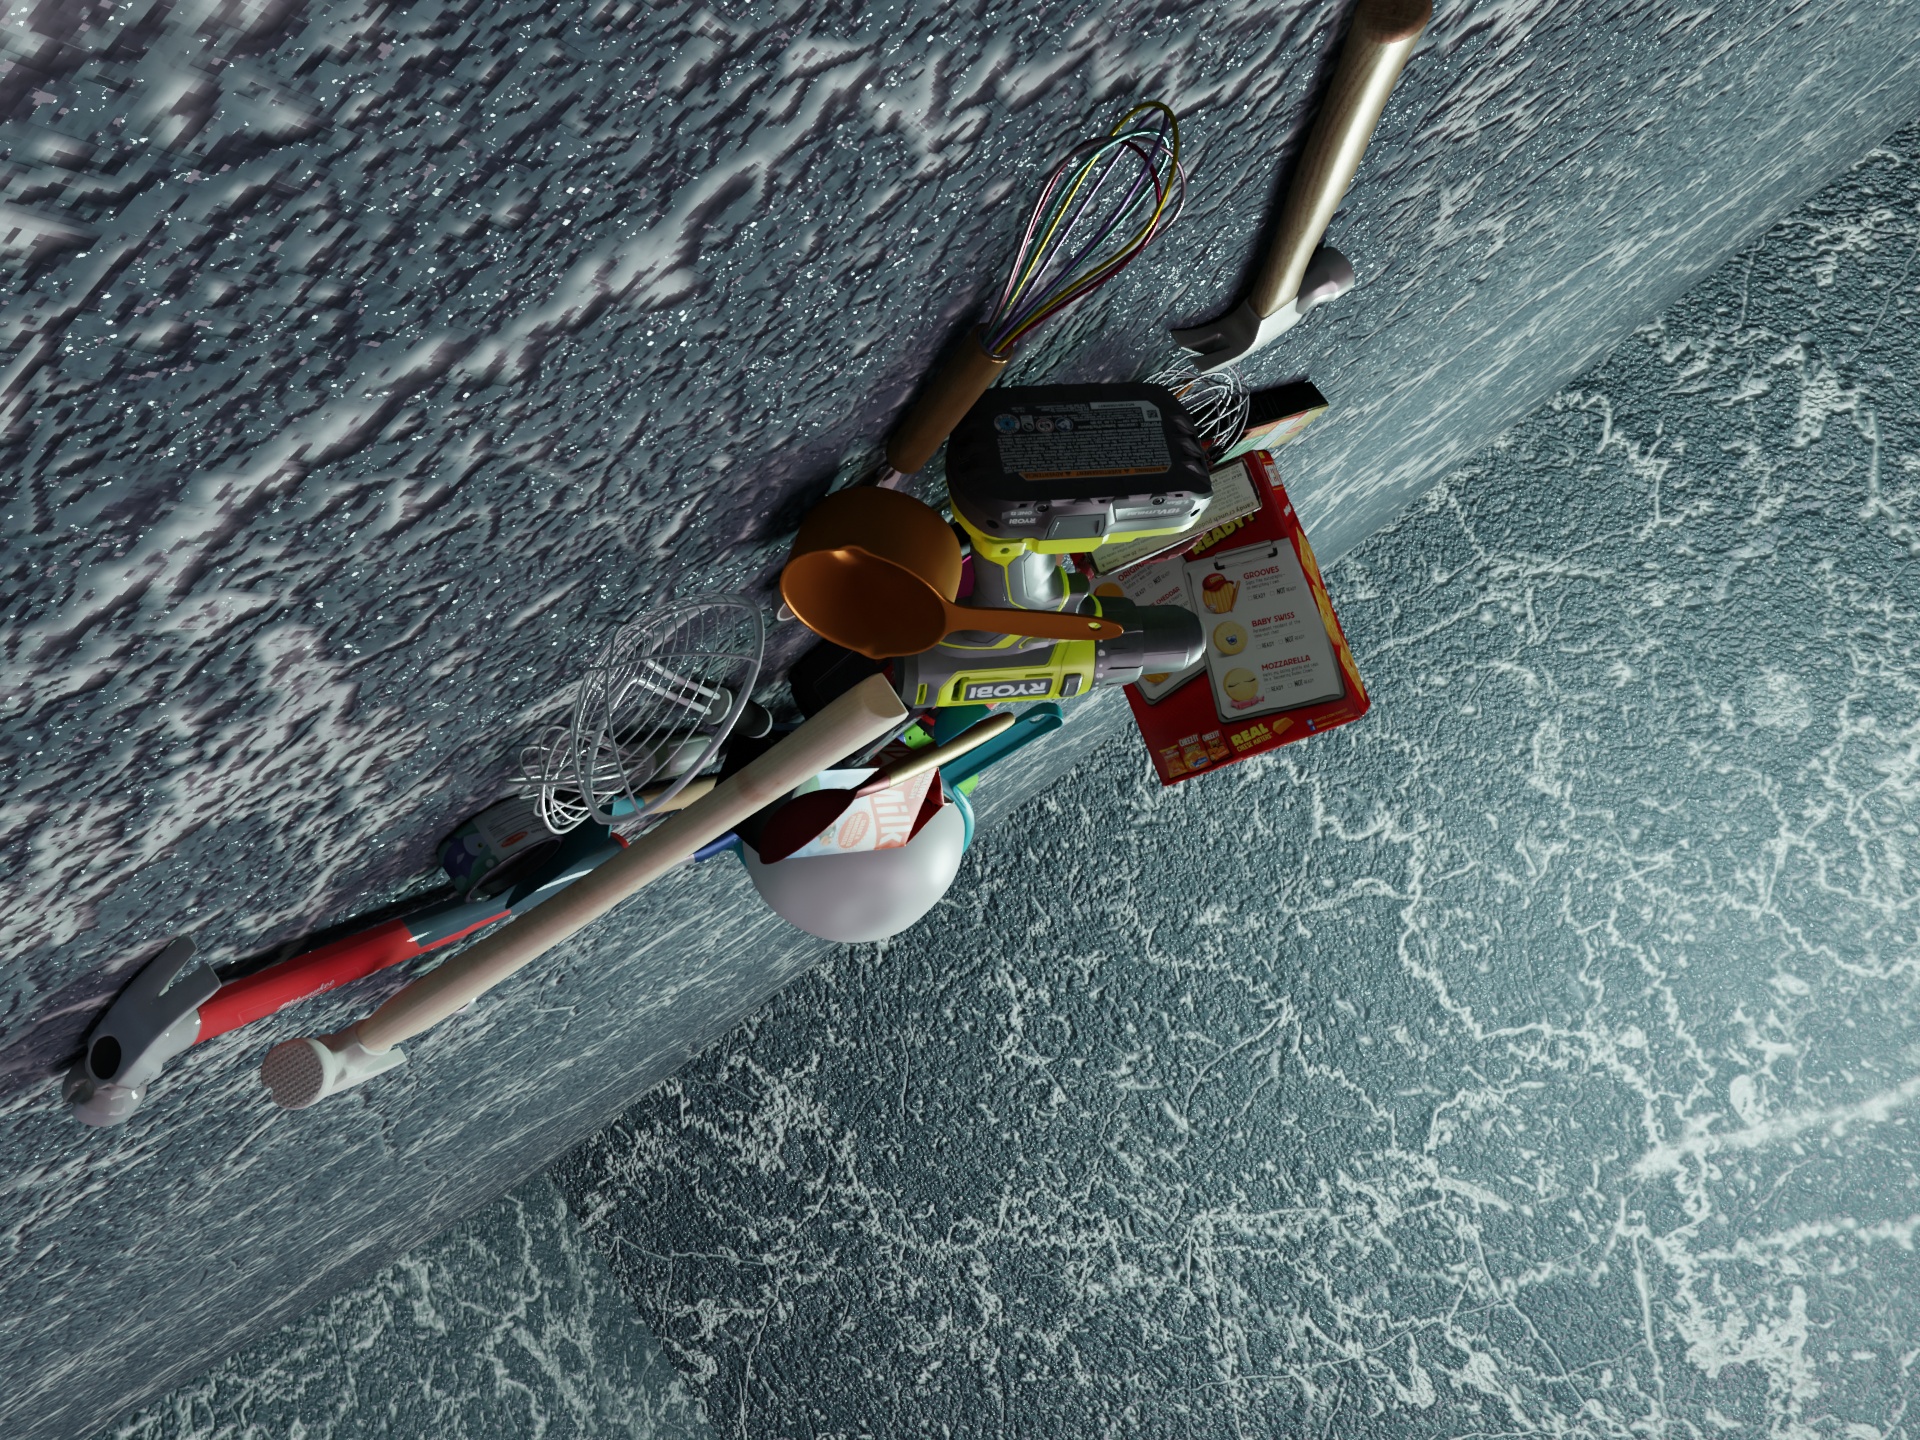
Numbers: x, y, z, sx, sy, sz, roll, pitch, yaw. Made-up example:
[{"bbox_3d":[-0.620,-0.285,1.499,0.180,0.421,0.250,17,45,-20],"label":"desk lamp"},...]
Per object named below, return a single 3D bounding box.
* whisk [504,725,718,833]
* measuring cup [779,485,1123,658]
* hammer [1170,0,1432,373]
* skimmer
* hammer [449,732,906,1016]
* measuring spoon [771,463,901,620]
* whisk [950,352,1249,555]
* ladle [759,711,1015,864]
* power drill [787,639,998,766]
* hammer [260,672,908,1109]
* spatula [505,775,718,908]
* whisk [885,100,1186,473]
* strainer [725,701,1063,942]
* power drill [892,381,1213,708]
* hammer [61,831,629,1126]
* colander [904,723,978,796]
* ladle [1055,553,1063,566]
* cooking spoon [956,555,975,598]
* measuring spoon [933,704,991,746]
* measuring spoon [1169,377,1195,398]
[{"bbox_3d":[-0.192,0.026,0.930,0.059,0.058,0.246,-3,-177,12],"label":"whisk"},{"bbox_3d":[-0.002,-0.073,0.800,0.095,0.173,0.052,83,17,-57],"label":"measuring cup"},{"bbox_3d":[0.184,-0.273,0.840,0.130,0.031,0.331,-36,171,-6],"label":"hammer"},{"bbox_3d":[-0.129,0.003,0.886,0.127,0.090,0.363,-54,173,-1],"label":"skimmer"},{"bbox_3d":[-0.217,0.107,1.206,0.405,0.035,0.144,-31,179,-22],"label":"hammer"},{"bbox_3d":[-0.067,-0.101,0.853,0.124,0.018,0.034,-49,165,31],"label":"measuring spoon"},{"bbox_3d":[0.061,-0.144,0.982,0.284,0.070,0.070,-30,171,-11],"label":"whisk"},{"bbox_3d":[-0.040,0.035,1.103,0.069,0.031,0.315,-24,-179,33],"label":"ladle"},{"bbox_3d":[-0.012,-0.038,1.130,0.143,0.078,0.219,-38,169,23],"label":"power drill"},{"bbox_3d":[-0.209,0.097,0.945,0.410,0.038,0.146,-33,176,0],"label":"hammer"},{"bbox_3d":[-0.207,0.065,1.089,0.082,0.044,0.317,-34,174,16],"label":"spatula"},{"bbox_3d":[0.024,-0.176,0.696,0.051,0.047,0.245,-31,174,-37],"label":"whisk"},{"bbox_3d":[-0.043,0.099,1.331,0.340,0.095,0.210,-33,135,30],"label":"strainer"},{"bbox_3d":[0.064,-0.086,0.901,0.190,0.080,0.228,-4,151,-10],"label":"power drill"},{"bbox_3d":[-0.323,0.121,0.947,0.143,0.038,0.386,-43,170,29],"label":"hammer"},{"bbox_3d":[-0.032,0.050,1.534,0.204,0.094,0.397,-38,171,11],"label":"colander"},{"bbox_3d":[0.058,-0.109,1.247,0.078,0.062,0.320,-31,164,-13],"label":"ladle"},{"bbox_3d":[0.002,-0.075,1.240,0.069,0.017,0.318,-34,171,-13],"label":"cooking spoon"},{"bbox_3d":[-0.002,-0.003,1.087,0.042,0.021,0.128,-33,-179,1],"label":"measuring spoon"},{"bbox_3d":[0.109,-0.195,1.038,0.117,0.011,0.021,-37,-161,-13],"label":"measuring spoon"}]
